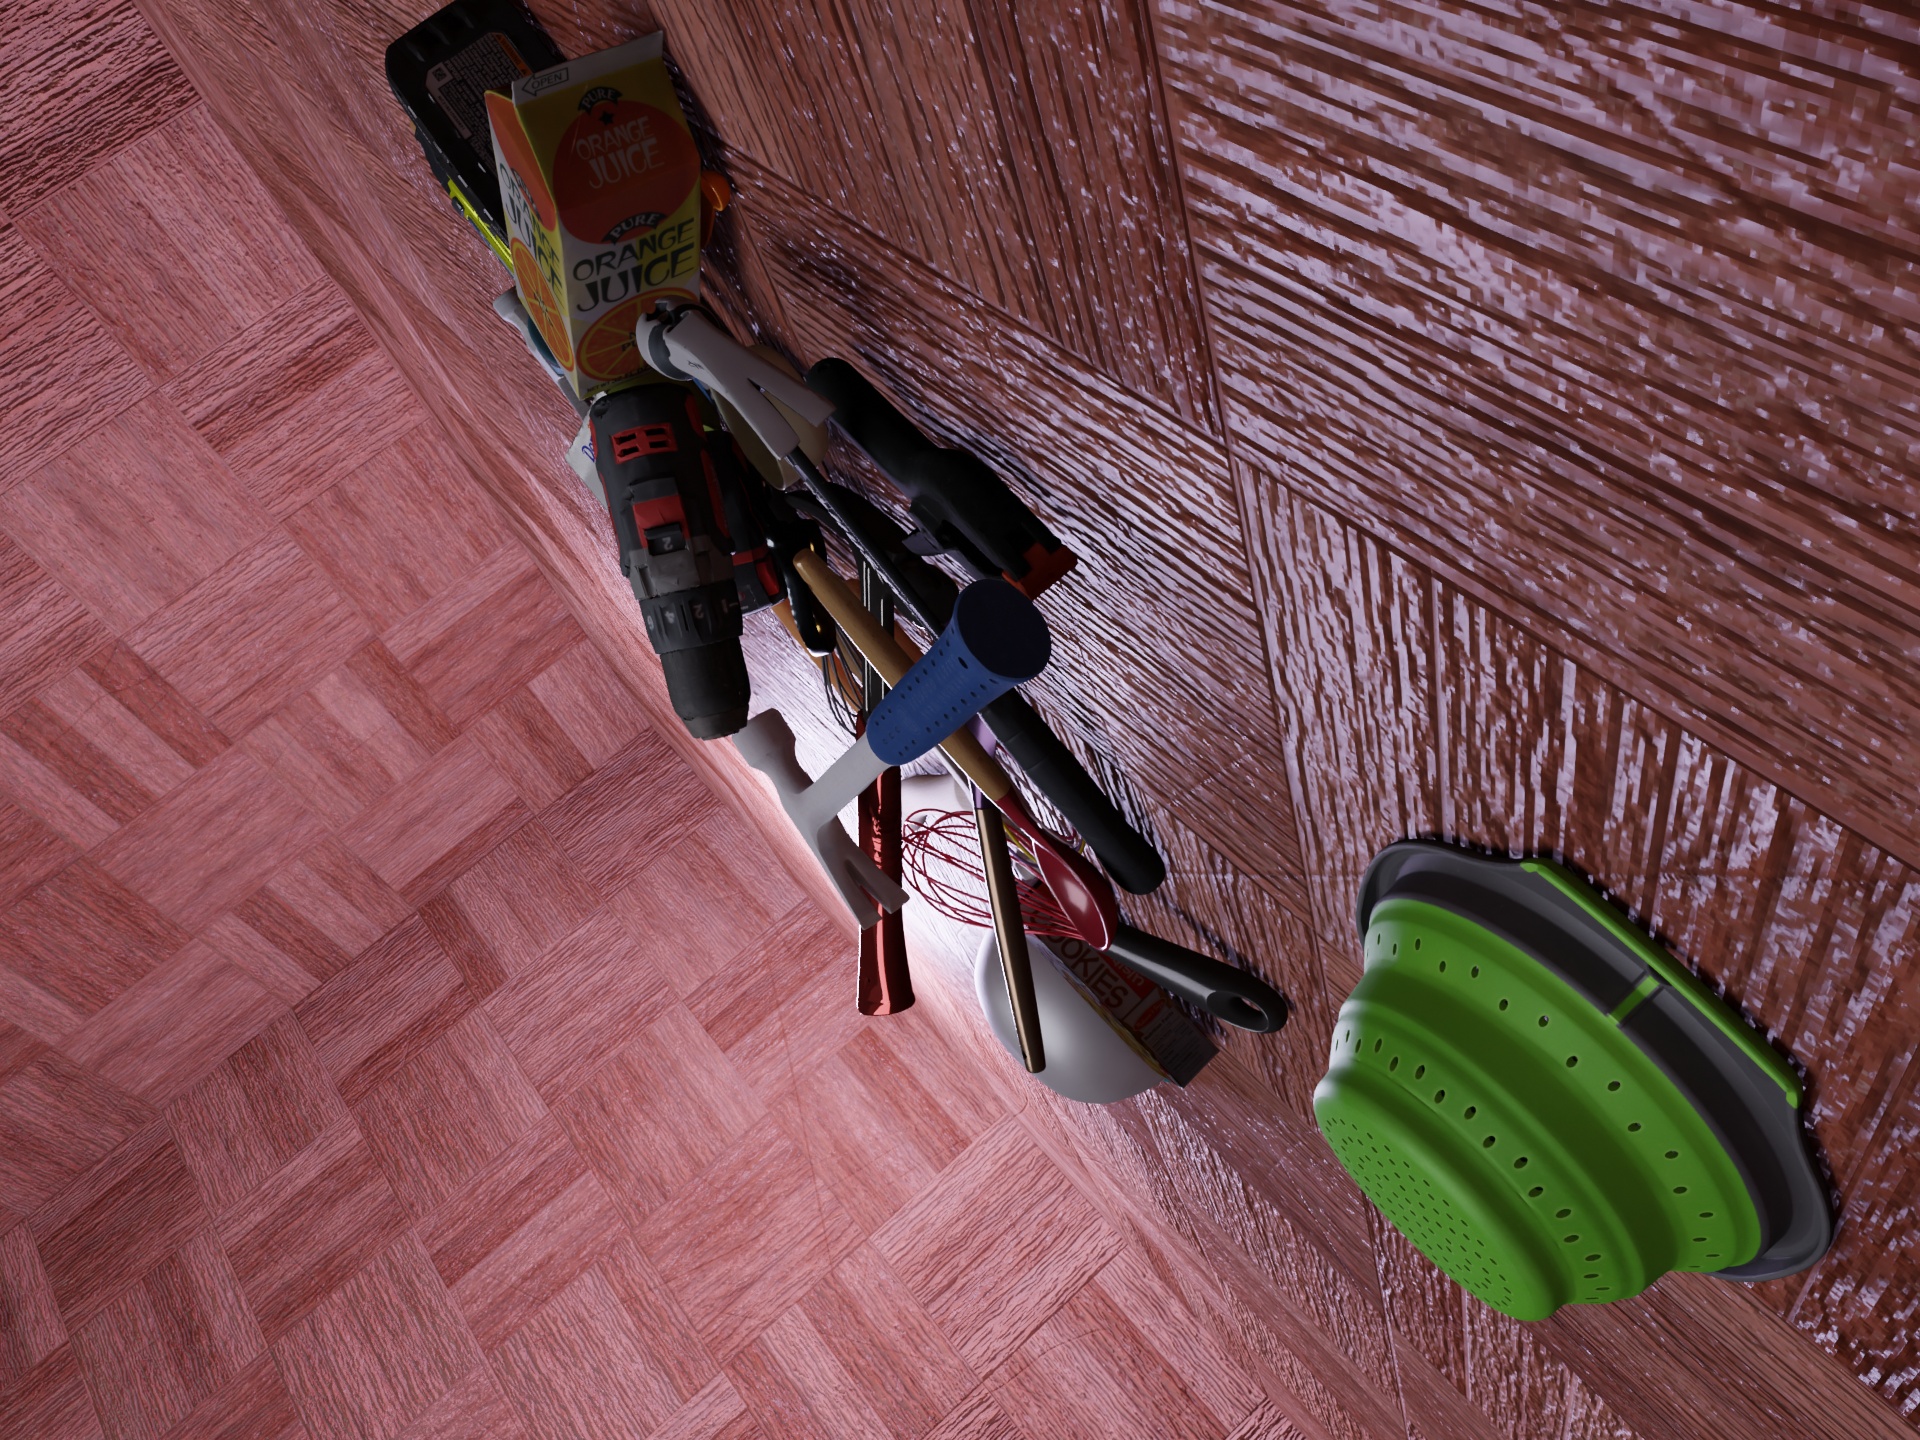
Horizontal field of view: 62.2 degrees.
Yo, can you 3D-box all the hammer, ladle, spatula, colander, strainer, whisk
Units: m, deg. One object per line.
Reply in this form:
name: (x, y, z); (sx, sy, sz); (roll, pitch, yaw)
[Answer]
hammer: (-0.025, 0.051, 1.245); (0.146, 0.038, 0.410); (53, 168, -5)
ladle: (0.006, 0.021, 0.845); (0.315, 0.031, 0.069); (51, 170, -35)
spatula: (-0.166, -0.109, 1.239); (0.323, 0.041, 0.081); (51, 168, 14)
hammer: (-0.055, 0.037, 0.979); (0.149, 0.036, 0.358); (41, 141, 43)
hammer: (-0.303, -0.279, 1.190); (0.128, 0.033, 0.331); (53, 175, -17)
colander: (0.208, 0.184, 0.663); (0.205, 0.094, 0.396); (45, 167, 22)
strainer: (0.090, 0.275, 1.355); (0.211, 0.095, 0.340); (43, 164, 31)
whisk: (0.000, -0.005, 1.001); (0.245, 0.051, 0.047); (50, 148, 22)
hammer: (-0.035, 0.017, 0.785); (0.144, 0.035, 0.405); (56, 159, 2)
ladle: (-0.138, -0.117, 1.113); (0.078, 0.062, 0.319); (3, 140, 40)
whisk: (-0.097, -0.076, 1.102); (0.055, 0.055, 0.238); (35, 156, 51)
spatula: (0.021, 0.073, 0.940); (0.060, 0.018, 0.315); (21, 127, 55)
hammer: (-0.003, -0.037, 0.785); (0.408, 0.036, 0.149); (49, 175, -36)
whisk: (0.071, 0.122, 0.977); (0.296, 0.073, 0.073); (23, 153, 36)

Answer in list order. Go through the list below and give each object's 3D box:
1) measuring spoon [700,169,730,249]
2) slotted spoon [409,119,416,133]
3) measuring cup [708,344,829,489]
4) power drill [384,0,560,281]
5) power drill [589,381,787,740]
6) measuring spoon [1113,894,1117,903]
measuring spoon: (-0.125, -0.250, 0.779); (0.021, 0.011, 0.117); (54, 171, -13)
slotted spoon: (-0.304, -0.337, 1.122); (0.314, 0.031, 0.070); (47, 170, 21)
measuring cup: (-0.126, -0.203, 0.865); (0.168, 0.038, 0.083); (56, 168, 8)
power drill: (-0.261, -0.318, 0.909); (0.171, 0.080, 0.223); (53, 171, -14)
power drill: (-0.151, -0.090, 0.919); (0.227, 0.080, 0.188); (-113, 10, -84)
measuring spoon: (0.071, 0.107, 1.106); (0.034, 0.018, 0.124); (55, 168, -21)
